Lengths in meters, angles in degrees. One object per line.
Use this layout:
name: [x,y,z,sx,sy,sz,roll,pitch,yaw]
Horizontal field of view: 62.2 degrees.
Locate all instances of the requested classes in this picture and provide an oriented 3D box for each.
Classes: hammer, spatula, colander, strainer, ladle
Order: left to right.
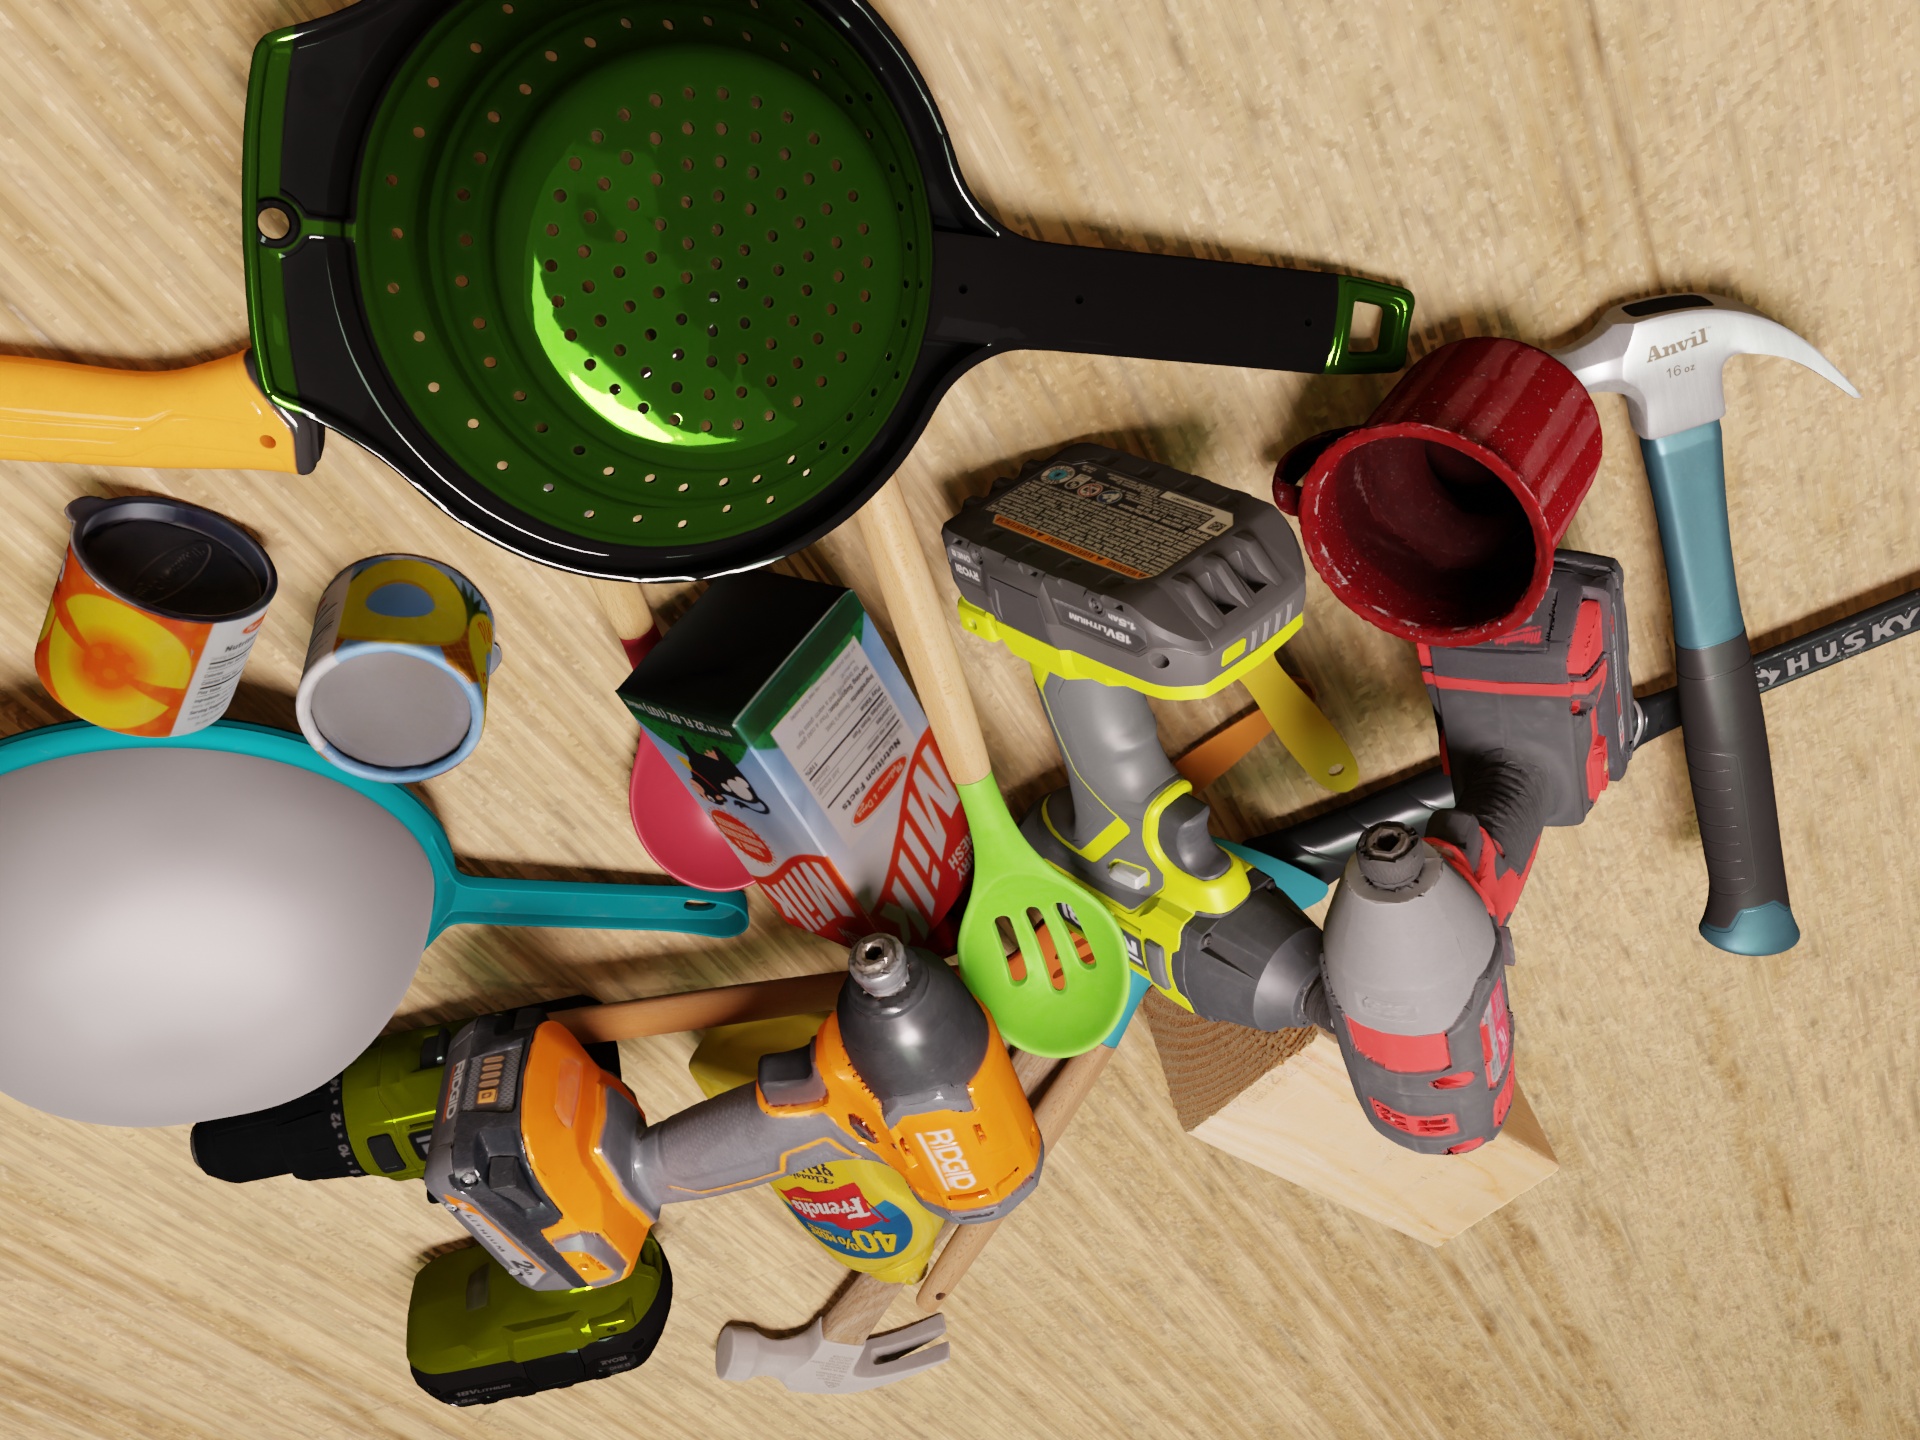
hammer: [-0.383,-0.098,0.509,0.336,0.034,0.127,1,127,-13]
strainer: [-0.248,0.103,0.646,0.340,0.095,0.211,5,137,-22]
ladle: [-0.134,-0.054,0.603,0.069,0.031,0.315,-22,128,-5]
spatula: [-0.058,0.118,0.738,0.322,0.041,0.081,-6,129,-11]
hammer: [-0.017,0.284,0.899,0.130,0.031,0.331,17,123,-23]
colander: [-0.005,-0.134,0.489,0.397,0.095,0.204,-1,106,-22]
spatula: [0.060,0.183,0.788,0.082,0.044,0.317,23,108,-24]
hammer: [0.325,-0.007,0.734,0.409,0.036,0.149,-23,128,7]
hammer: [0.320,-0.025,0.678,0.128,0.033,0.330,-19,120,9]

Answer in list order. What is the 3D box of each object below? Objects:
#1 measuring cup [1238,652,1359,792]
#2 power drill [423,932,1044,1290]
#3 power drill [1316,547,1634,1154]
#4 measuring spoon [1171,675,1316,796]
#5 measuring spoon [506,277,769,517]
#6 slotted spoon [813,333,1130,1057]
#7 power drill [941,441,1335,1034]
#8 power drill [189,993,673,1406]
measuring cup: [0.131,-0.020,0.685,0.062,0.029,0.156,-33,128,15]
power drill: [-0.091,0.154,0.642,0.226,0.084,0.164,-11,135,7]
power drill: [0.193,0.037,0.601,0.078,0.220,0.143,5,135,32]
measuring spoon: [0.113,0.016,0.725,0.117,0.011,0.021,-39,115,24]
measuring spoon: [-0.108,-0.112,0.551,0.124,0.018,0.034,-43,128,6]
slotted spoon: [-0.001,-0.002,0.601,0.070,0.031,0.313,-14,116,12]
power drill: [0.079,0.018,0.620,0.080,0.171,0.223,-35,131,-26]
power drill: [-0.247,0.240,0.787,0.190,0.080,0.228,-12,127,-4]
